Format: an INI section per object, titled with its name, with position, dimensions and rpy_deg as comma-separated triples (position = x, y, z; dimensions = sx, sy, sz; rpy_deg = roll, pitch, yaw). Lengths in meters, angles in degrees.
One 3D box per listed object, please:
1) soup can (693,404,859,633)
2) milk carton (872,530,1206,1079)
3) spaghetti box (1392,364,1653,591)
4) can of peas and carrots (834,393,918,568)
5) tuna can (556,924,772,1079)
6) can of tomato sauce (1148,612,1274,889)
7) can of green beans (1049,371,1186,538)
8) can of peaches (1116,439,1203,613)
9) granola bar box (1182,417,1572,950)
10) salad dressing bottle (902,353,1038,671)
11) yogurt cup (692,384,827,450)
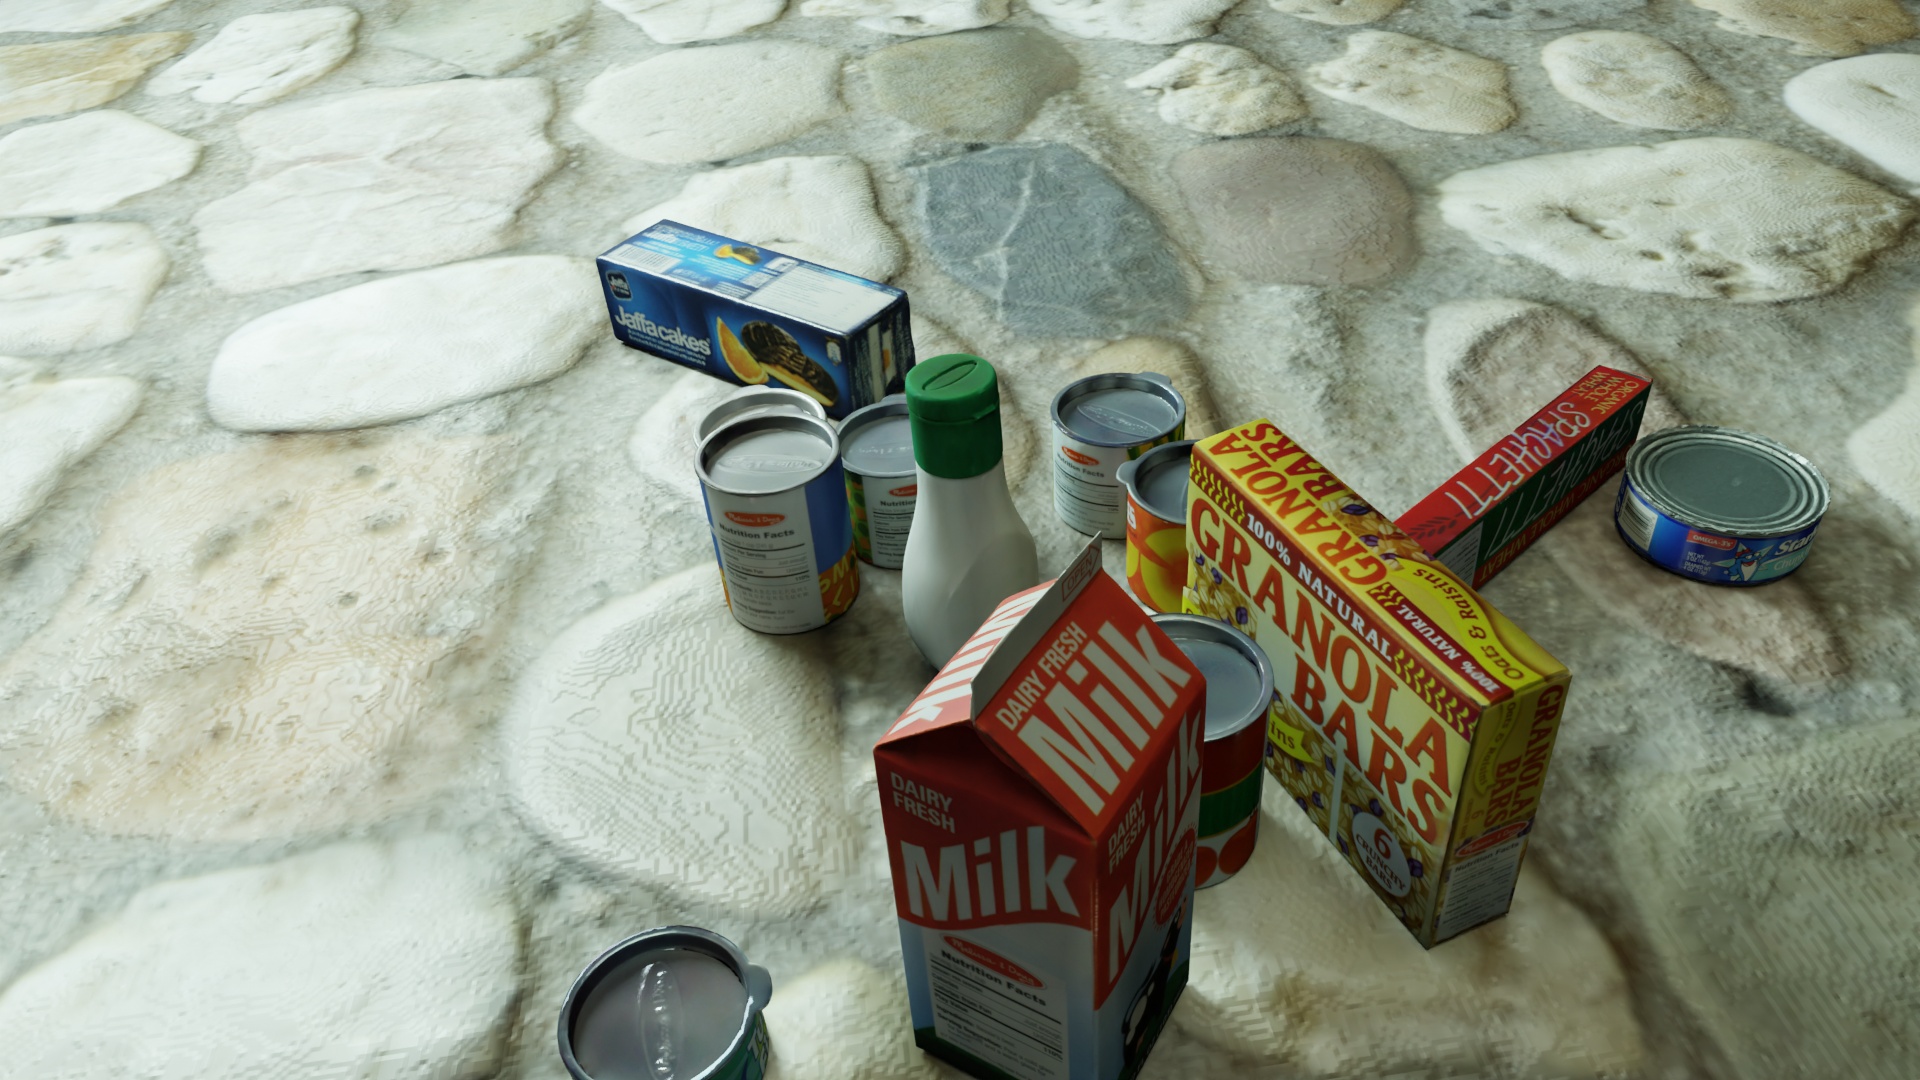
[soup can]
position = -0.083, -0.010, 0.650
dimensions = 0.071, 0.083, 0.072
rpy_deg = -3, 38, 3
[milk carton]
position = 0.027, 0.090, 0.425
dimensions = 0.073, 0.189, 0.073
rpy_deg = 18, 44, 27
[spaghetti box]
position = 0.242, -0.010, 0.642
dimensions = 0.251, 0.050, 0.029
rpy_deg = -32, 45, -30
[can of peas and carrots]
position = -0.029, -0.030, 0.689
dimensions = 0.071, 0.058, 0.071
rpy_deg = -3, 38, 2
[tuna can]
position = -0.096, 0.166, 0.469
dimensions = 0.071, 0.032, 0.071
rpy_deg = -3, 38, 2
[can of tomato sauce]
position = 0.079, 0.080, 0.519
dimensions = 0.071, 0.082, 0.071
rpy_deg = -3, 38, 3
[can of green beans]
position = 0.079, -0.043, 0.695
dimensions = 0.071, 0.057, 0.071
rpy_deg = -3, 38, 2
[can of peaches]
position = 0.108, -0.005, 0.644
dimensions = 0.071, 0.057, 0.071
rpy_deg = -3, 38, 2
[granola bar box]
position = 0.142, 0.049, 0.519
dimensions = 0.039, 0.123, 0.166
rpy_deg = -19, 40, -17
[salad dressing bottle]
position = 0.002, -0.007, 0.586
dimensions = 0.064, 0.146, 0.044
rpy_deg = -32, 45, -30
[yogurt cup]
position = -0.099, -0.038, 0.711
dimensions = 0.072, 0.053, 0.073
rpy_deg = -3, 38, 2
